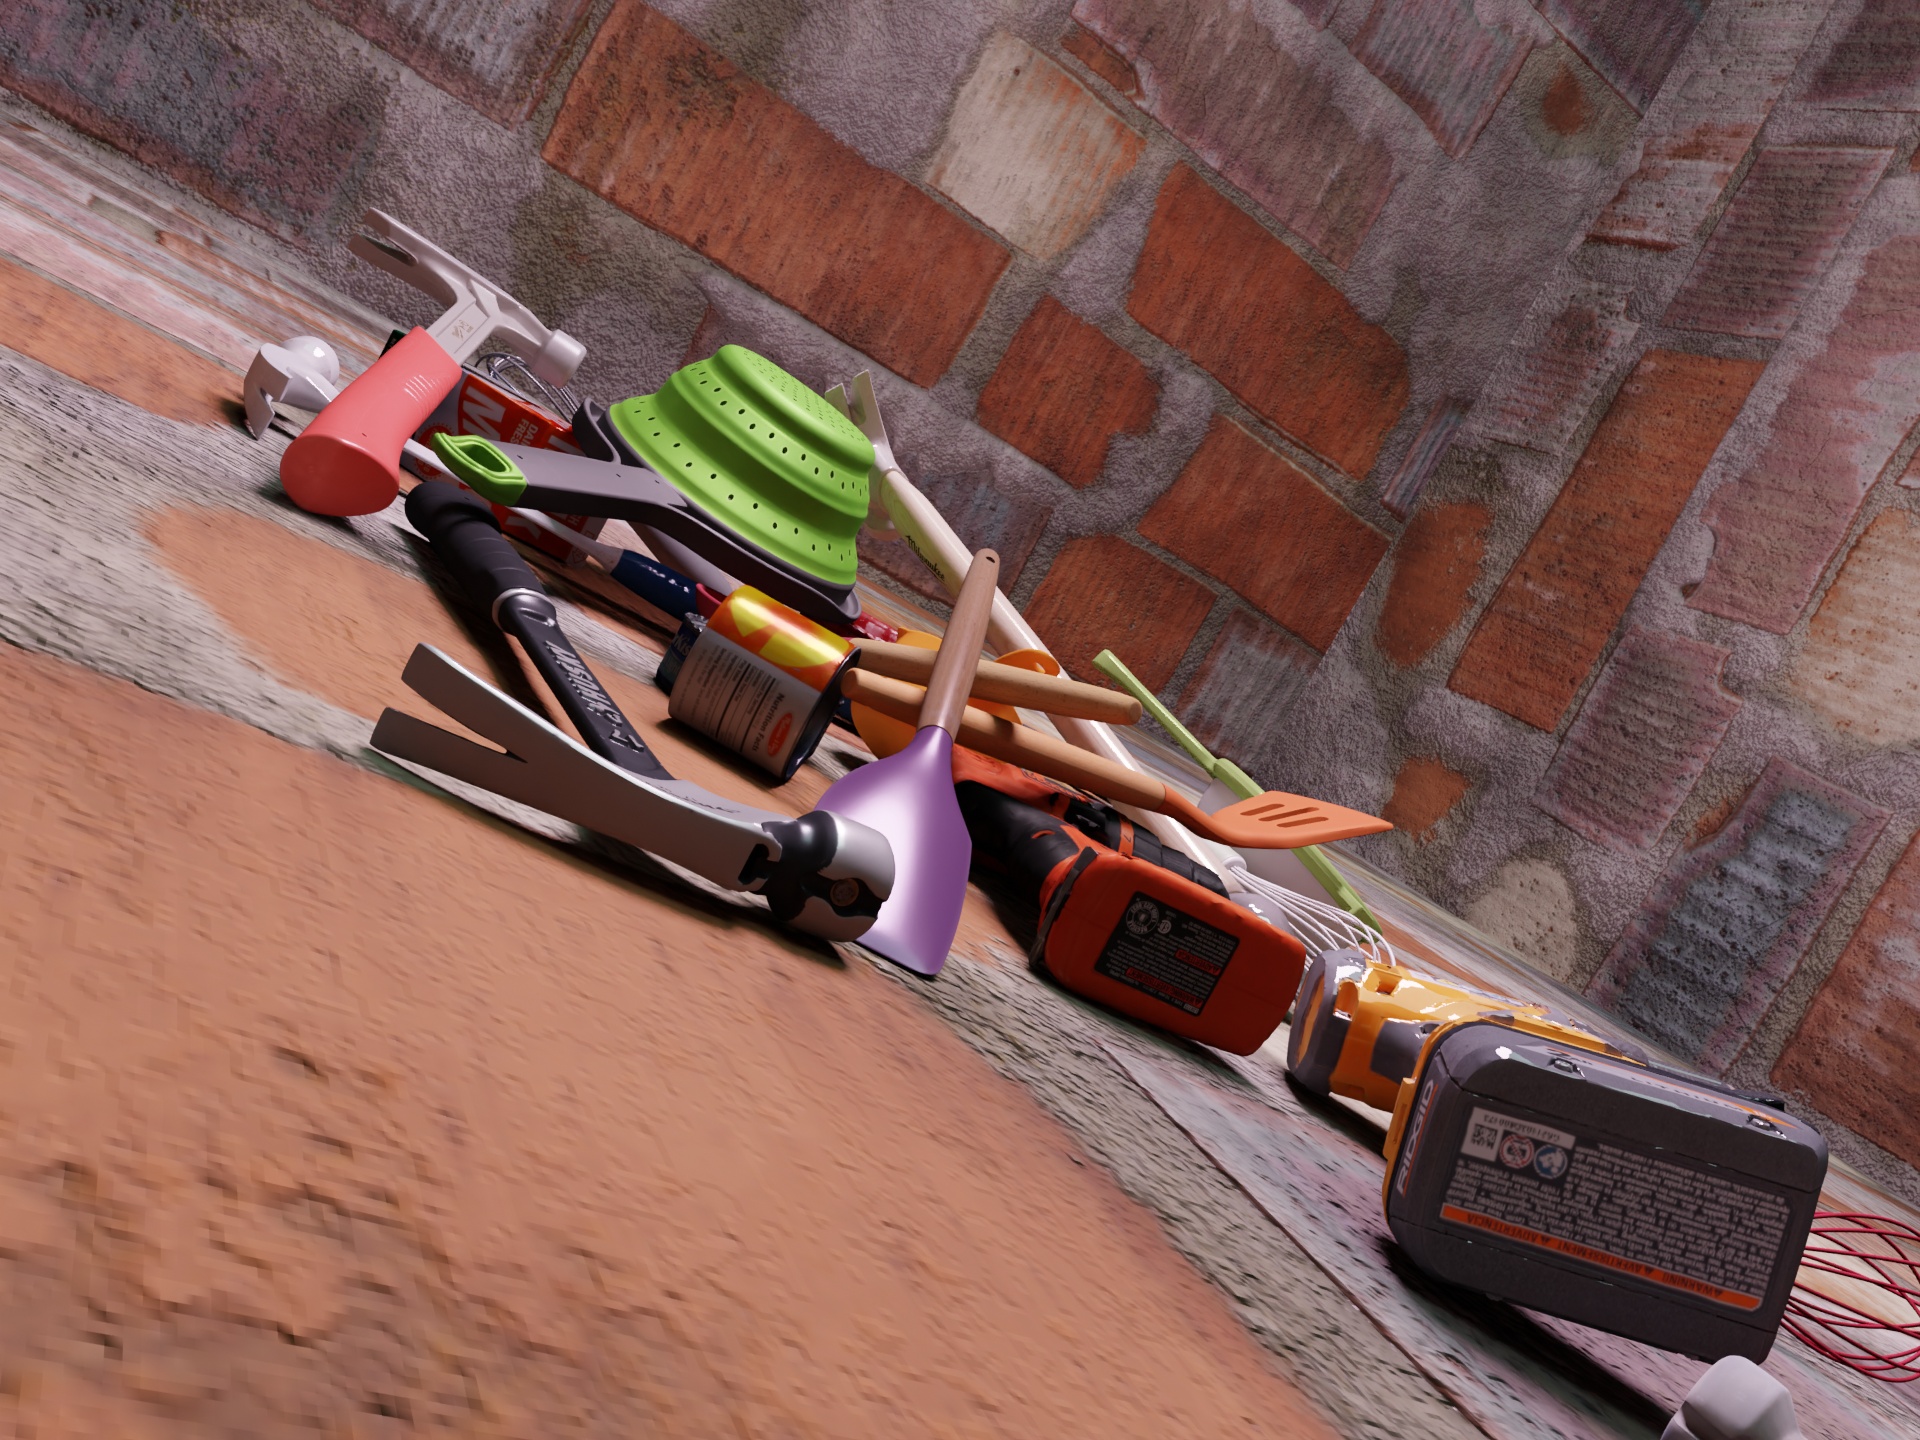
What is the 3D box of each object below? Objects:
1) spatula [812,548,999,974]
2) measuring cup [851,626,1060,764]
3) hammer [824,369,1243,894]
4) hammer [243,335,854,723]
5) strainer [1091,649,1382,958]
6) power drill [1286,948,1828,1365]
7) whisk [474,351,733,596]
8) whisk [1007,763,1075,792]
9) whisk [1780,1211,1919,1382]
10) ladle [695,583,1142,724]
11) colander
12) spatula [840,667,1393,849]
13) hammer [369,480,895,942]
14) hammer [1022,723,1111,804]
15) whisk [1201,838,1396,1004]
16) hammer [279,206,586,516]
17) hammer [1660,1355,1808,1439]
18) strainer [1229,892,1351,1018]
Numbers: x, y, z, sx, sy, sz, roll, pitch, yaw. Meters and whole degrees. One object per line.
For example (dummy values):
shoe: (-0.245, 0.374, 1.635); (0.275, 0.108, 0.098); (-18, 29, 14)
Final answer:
spatula: (-0.009, -0.005, 0.633); (0.059, 0.018, 0.316); (29, 28, -7)
measuring cup: (-0.001, -0.003, 0.791); (0.095, 0.052, 0.173); (47, -19, -9)
hammer: (0.037, -0.046, 0.964); (0.411, 0.038, 0.146); (53, -10, 30)
hammer: (-0.203, -0.092, 0.889); (0.405, 0.035, 0.144); (29, 10, -17)
strainer: (0.157, 0.063, 1.020); (0.256, 0.069, 0.151); (48, 1, 17)
power drill: (0.223, 0.147, 0.570); (0.185, 0.084, 0.226); (16, 2, 4)
whisk: (-0.241, -0.160, 1.096); (0.238, 0.055, 0.055); (47, -1, -20)
whisk: (0.021, 0.028, 0.999); (0.051, 0.047, 0.244); (40, 4, 27)
whisk: (0.337, 0.231, 0.696); (0.295, 0.073, 0.073); (21, 7, -19)
ladle: (-0.033, -0.029, 0.760); (0.316, 0.031, 0.069); (14, -9, 47)
colander: (-0.141, -0.150, 0.863); (0.204, 0.094, 0.397); (40, 13, 11)
spatula: (0.077, 0.021, 0.745); (0.322, 0.041, 0.081); (20, -2, -38)
hammer: (-0.166, -0.036, 0.598); (0.149, 0.036, 0.409); (25, 6, -32)
hammer: (0.061, 0.018, 1.339); (0.334, 0.035, 0.146); (30, 4, -3)
whisk: (0.161, 0.095, 0.926); (0.057, 0.059, 0.247); (51, -5, -40)
hammer: (-0.288, -0.185, 0.821); (0.149, 0.036, 0.359); (32, 19, -17)
hammer: (0.346, 0.263, 0.513); (0.143, 0.038, 0.386); (36, 8, 41)
strainer: (0.193, 0.148, 0.787); (0.259, 0.050, 0.086); (36, 23, 29)
